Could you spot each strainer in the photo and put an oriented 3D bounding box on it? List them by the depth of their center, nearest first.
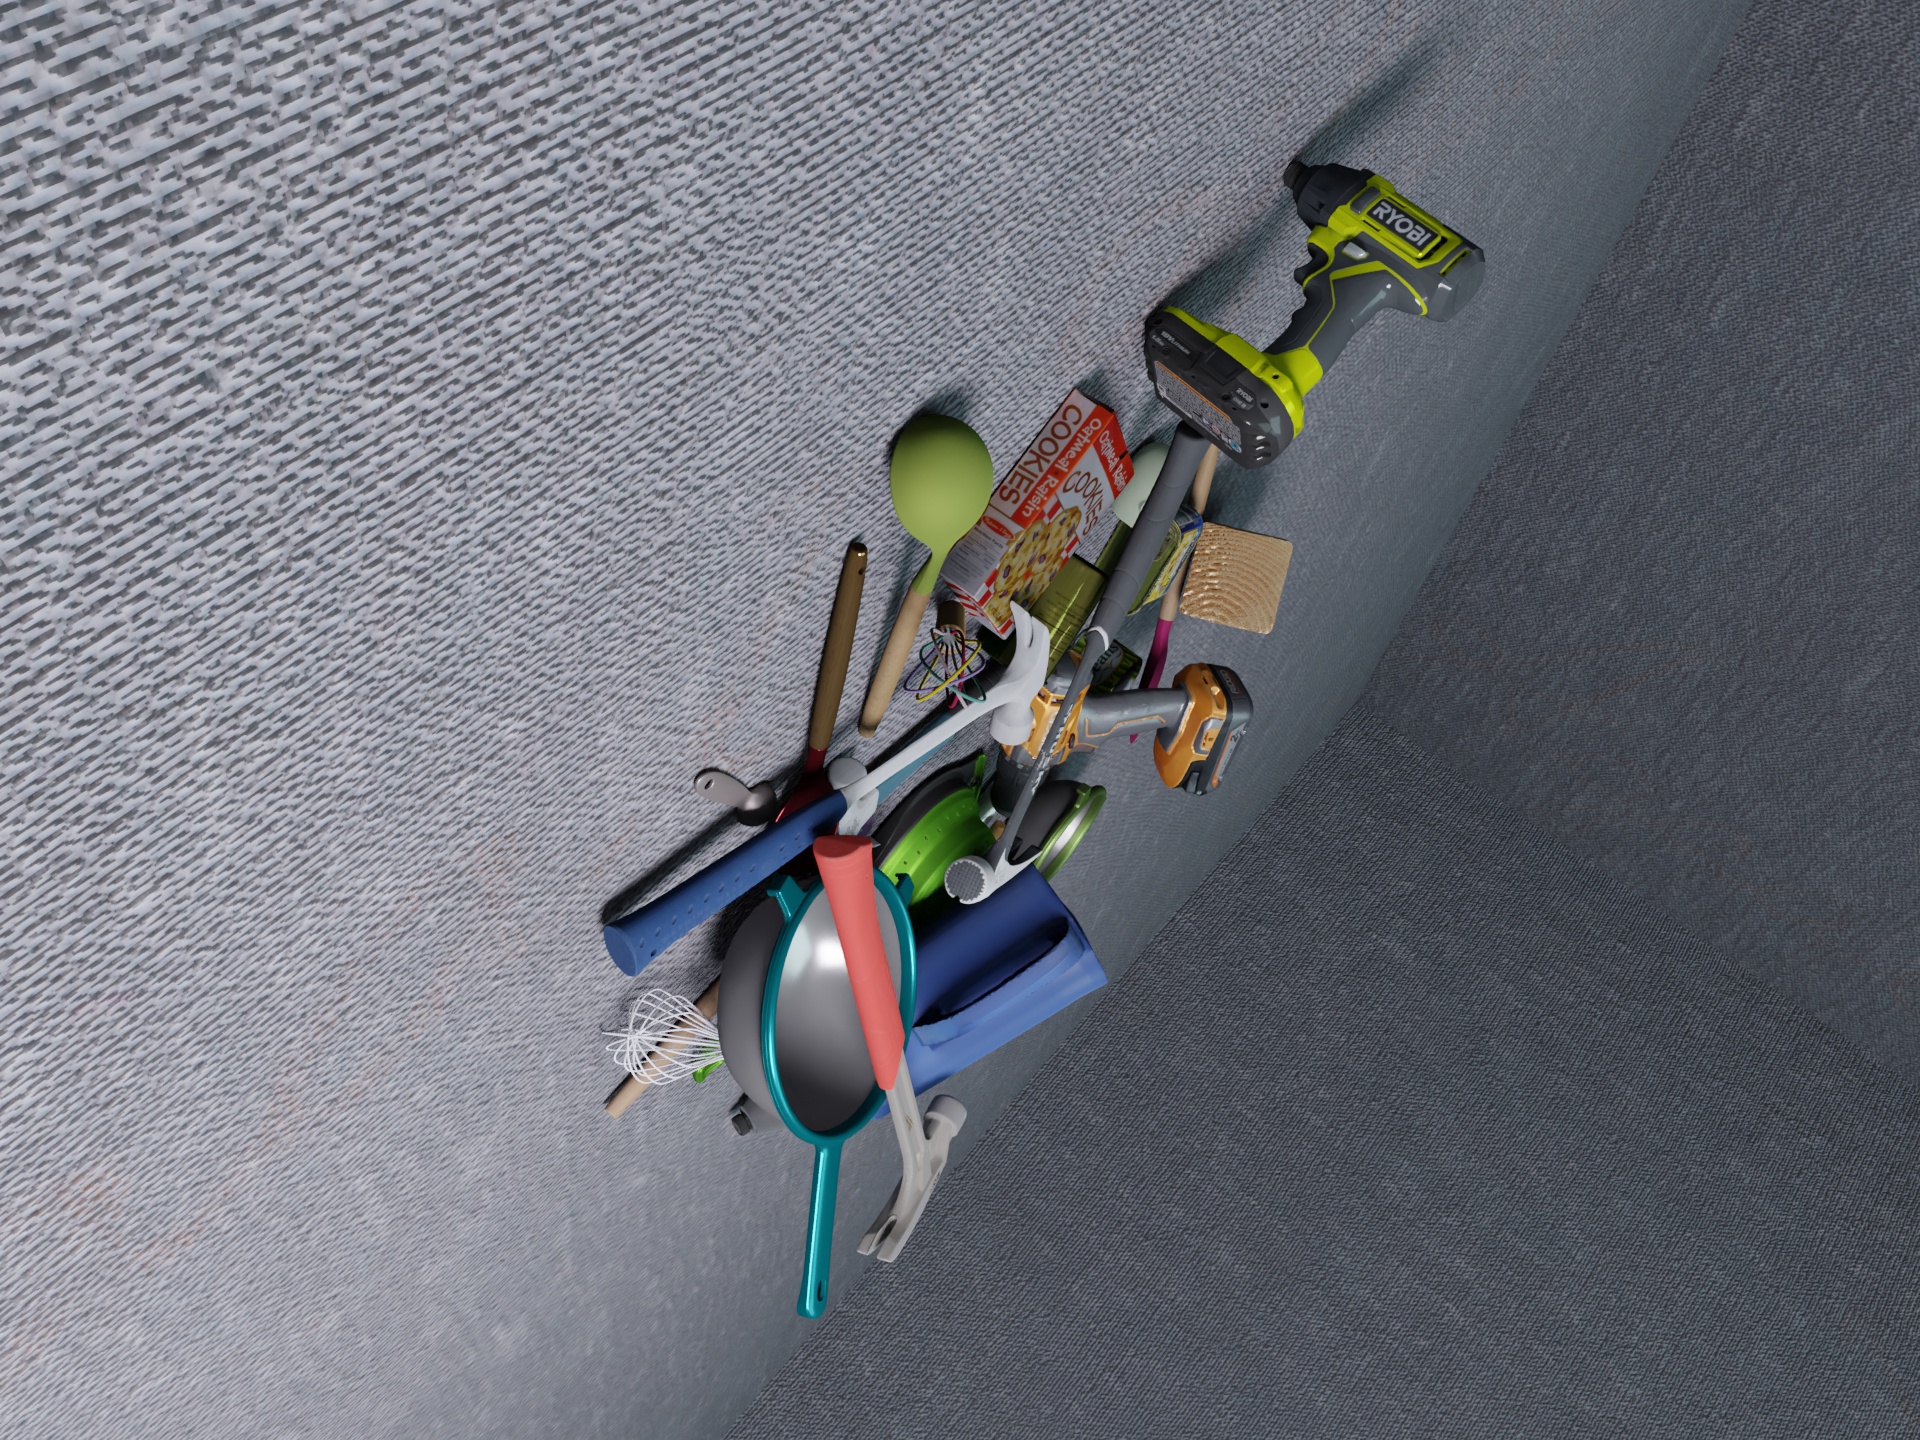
[{"bbox_3d":[-0.128,0.273,1.208,0.211,0.095,0.340,10,85,-62],"label":"strainer"},{"bbox_3d":[0.061,0.160,1.766,0.256,0.069,0.151,-53,166,2],"label":"strainer"}]

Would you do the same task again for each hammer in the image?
[{"bbox_3d":[-0.078,0.048,1.122,0.405,0.035,0.144,-34,152,-34],"label":"hammer"},{"bbox_3d":[-0.061,0.233,1.169,0.149,0.037,0.358,-55,145,-45],"label":"hammer"},{"bbox_3d":[0.103,-0.046,1.256,0.409,0.036,0.149,-65,164,10],"label":"hammer"},{"bbox_3d":[-0.002,-0.004,1.325,0.331,0.033,0.128,-41,159,-35],"label":"hammer"}]

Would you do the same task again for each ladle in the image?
[{"bbox_3d":[-0.042,-0.082,1.068,0.078,0.062,0.320,-50,172,-34],"label":"ladle"},{"bbox_3d":[-0.094,-0.001,1.095,0.069,0.031,0.315,-30,151,-36],"label":"ladle"}]

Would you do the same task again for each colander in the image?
[{"bbox_3d":[-0.074,0.199,1.433,0.397,0.094,0.204,-44,161,-28],"label":"colander"}]

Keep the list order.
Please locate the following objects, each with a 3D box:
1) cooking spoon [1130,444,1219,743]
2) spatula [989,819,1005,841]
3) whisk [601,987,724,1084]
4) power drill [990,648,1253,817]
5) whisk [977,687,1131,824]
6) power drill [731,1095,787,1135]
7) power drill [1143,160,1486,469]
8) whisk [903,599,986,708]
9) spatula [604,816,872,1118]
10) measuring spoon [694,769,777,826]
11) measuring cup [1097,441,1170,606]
[{"bbox_3d":[0.205,-0.123,1.538,0.069,0.017,0.318,-42,148,-62],"label":"cooking spoon"},{"bbox_3d":[-0.027,0.220,1.669,0.081,0.041,0.322,-29,158,-53],"label":"spatula"},{"bbox_3d":[-0.191,0.255,1.248,0.070,0.070,0.284,-53,157,0],"label":"whisk"},{"bbox_3d":[0.142,0.021,1.511,0.226,0.084,0.185,3,128,-20],"label":"power drill"},{"bbox_3d":[0.080,0.036,1.607,0.246,0.059,0.057,-45,152,-9],"label":"whisk"},{"bbox_3d":[-0.138,0.339,1.504,0.143,0.078,0.219,-28,171,-25],"label":"power drill"},{"bbox_3d":[0.249,-0.309,1.179,0.223,0.171,0.080,-43,157,-6],"label":"power drill"},{"bbox_3d":[-0.004,-0.052,1.068,0.245,0.051,0.047,-88,-162,-76],"label":"whisk"},{"bbox_3d":[-0.174,0.198,1.297,0.316,0.018,0.059,-48,169,-20],"label":"spatula"},{"bbox_3d":[-0.149,0.053,1.068,0.034,0.018,0.124,-52,163,-2],"label":"measuring spoon"},{"bbox_3d":[0.144,-0.169,1.381,0.083,0.038,0.167,-33,156,-49],"label":"measuring cup"}]
